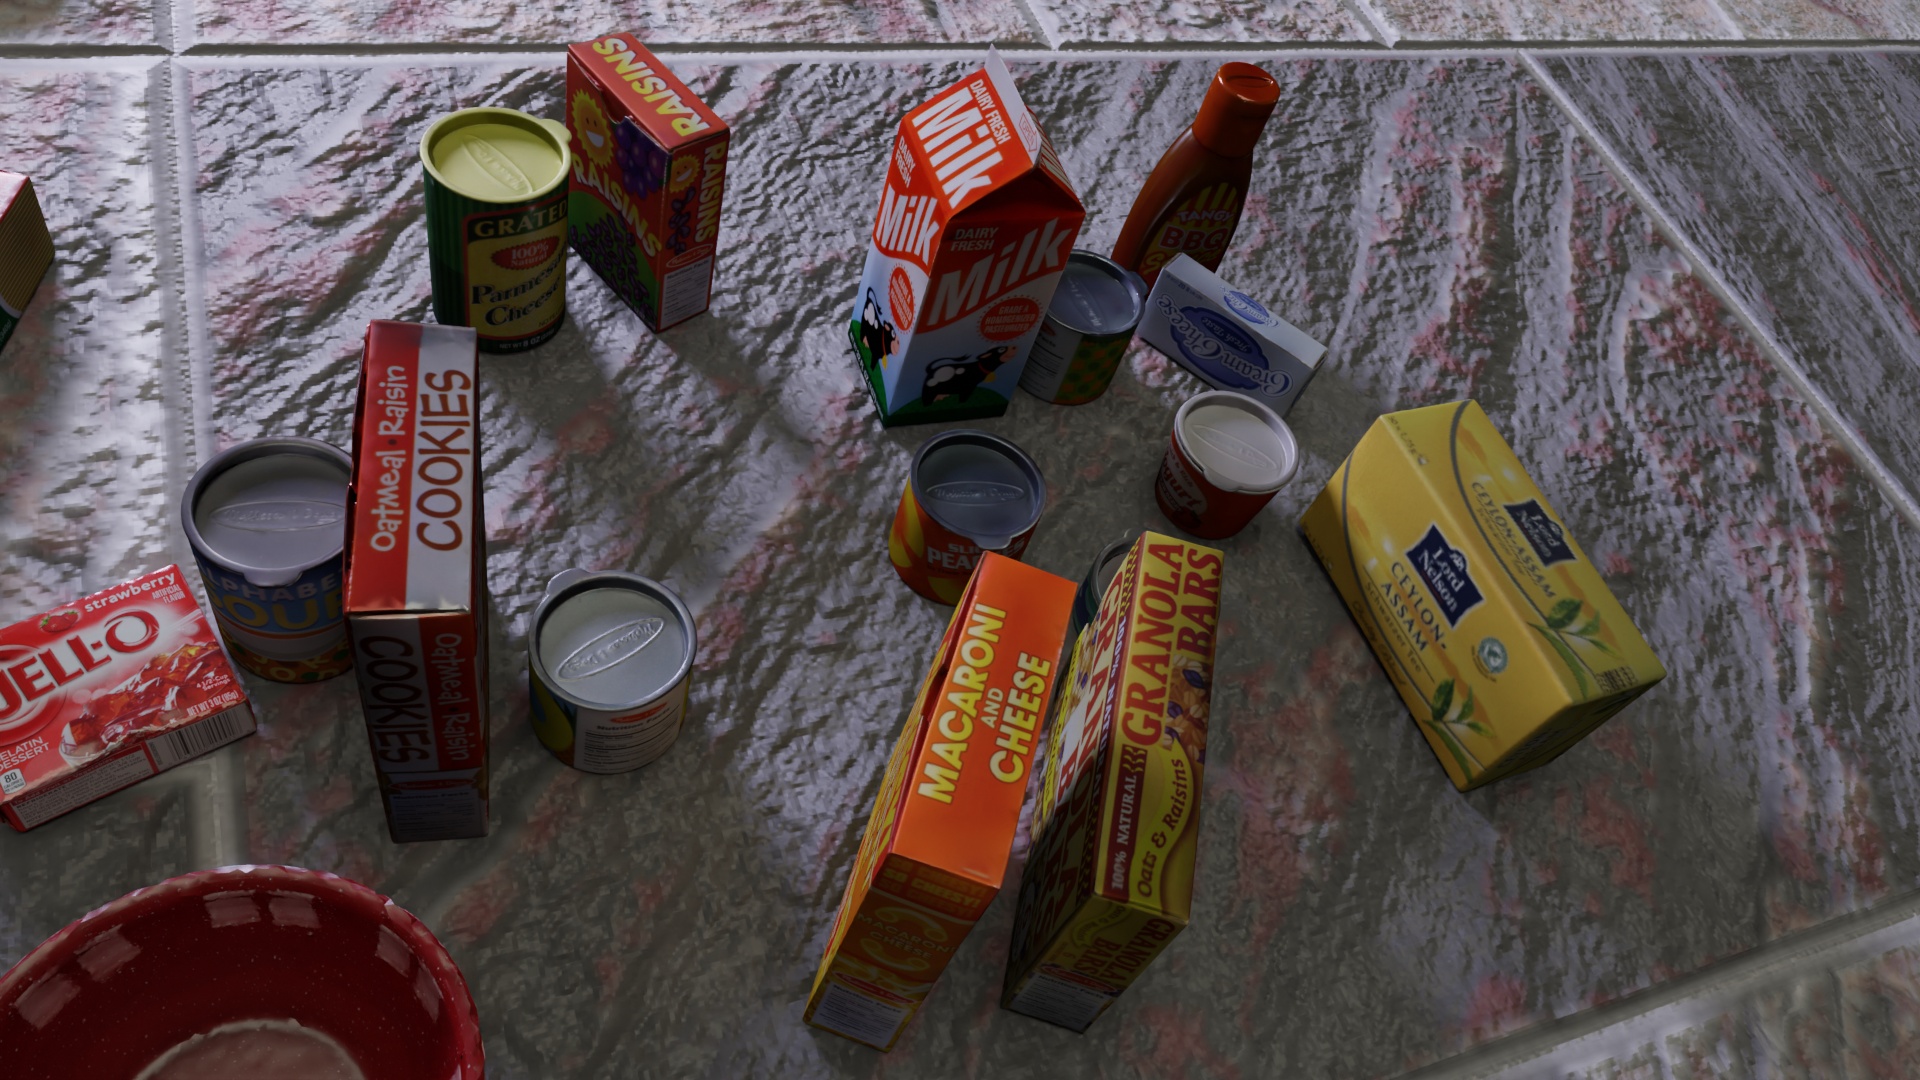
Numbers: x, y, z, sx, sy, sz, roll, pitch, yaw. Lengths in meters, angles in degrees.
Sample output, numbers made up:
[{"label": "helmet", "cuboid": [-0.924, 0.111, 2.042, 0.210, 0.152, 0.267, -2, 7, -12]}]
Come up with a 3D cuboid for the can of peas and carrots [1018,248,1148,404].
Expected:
[{"label": "can of peas and carrots", "cuboid": [0.064, -0.119, 0.770, 0.071, 0.058, 0.071, 8, 52, -11]}]

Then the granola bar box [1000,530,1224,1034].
[{"label": "granola bar box", "cuboid": [0.061, 0.097, 0.565, 0.039, 0.123, 0.166, 17, 51, -4]}]

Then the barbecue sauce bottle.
[{"label": "barbecue sauce bottle", "cuboid": [0.137, -0.203, 0.799, 0.065, 0.147, 0.044, -4, 56, -19]}]

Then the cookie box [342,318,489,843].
[{"label": "cookie box", "cuboid": [-0.198, 0.020, 0.517, 0.040, 0.166, 0.123, -1, 55, -18]}]

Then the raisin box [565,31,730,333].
[{"label": "raisin box", "cuboid": [-0.163, -0.180, 0.707, 0.040, 0.122, 0.086, -31, 68, -33]}]

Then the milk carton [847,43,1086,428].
[{"label": "milk carton", "cuboid": [0.003, -0.144, 0.687, 0.073, 0.189, 0.072, -8, 57, -22]}]

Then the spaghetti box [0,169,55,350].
[{"label": "spaghetti box", "cuboid": [-0.443, -0.056, 0.576, 0.029, 0.050, 0.251, 8, 52, -11]}]

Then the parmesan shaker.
[{"label": "parmesan shaker", "cuboid": [-0.223, -0.150, 0.679, 0.071, 0.102, 0.071, 8, 52, -11]}]

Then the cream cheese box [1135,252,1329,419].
[{"label": "cream cheese box", "cuboid": [0.154, -0.115, 0.798, 0.104, 0.053, 0.024, 36, 52, 12]}]

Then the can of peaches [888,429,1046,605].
[{"label": "can of peaches", "cuboid": [0.002, -0.008, 0.669, 0.071, 0.057, 0.071, 8, 52, -11]}]

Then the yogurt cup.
[{"label": "yogurt cup", "cuboid": [0.137, -0.037, 0.734, 0.072, 0.053, 0.073, 8, 52, -11]}]

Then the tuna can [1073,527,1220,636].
[{"label": "tuna can", "cuboid": [0.090, 0.031, 0.682, 0.071, 0.032, 0.071, 8, 52, -11]}]

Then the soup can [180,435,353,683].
[{"label": "soup can", "cuboid": [-0.267, 0.012, 0.556, 0.071, 0.083, 0.072, 8, 52, -11]}]

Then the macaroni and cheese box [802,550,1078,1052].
[{"label": "macaroni and cheese box", "cuboid": [-0.010, 0.101, 0.513, 0.040, 0.165, 0.124, 20, 51, -2]}]

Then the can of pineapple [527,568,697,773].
[{"label": "can of pineapple", "cuboid": [-0.146, 0.054, 0.577, 0.071, 0.057, 0.071, 8, 52, -11]}]
